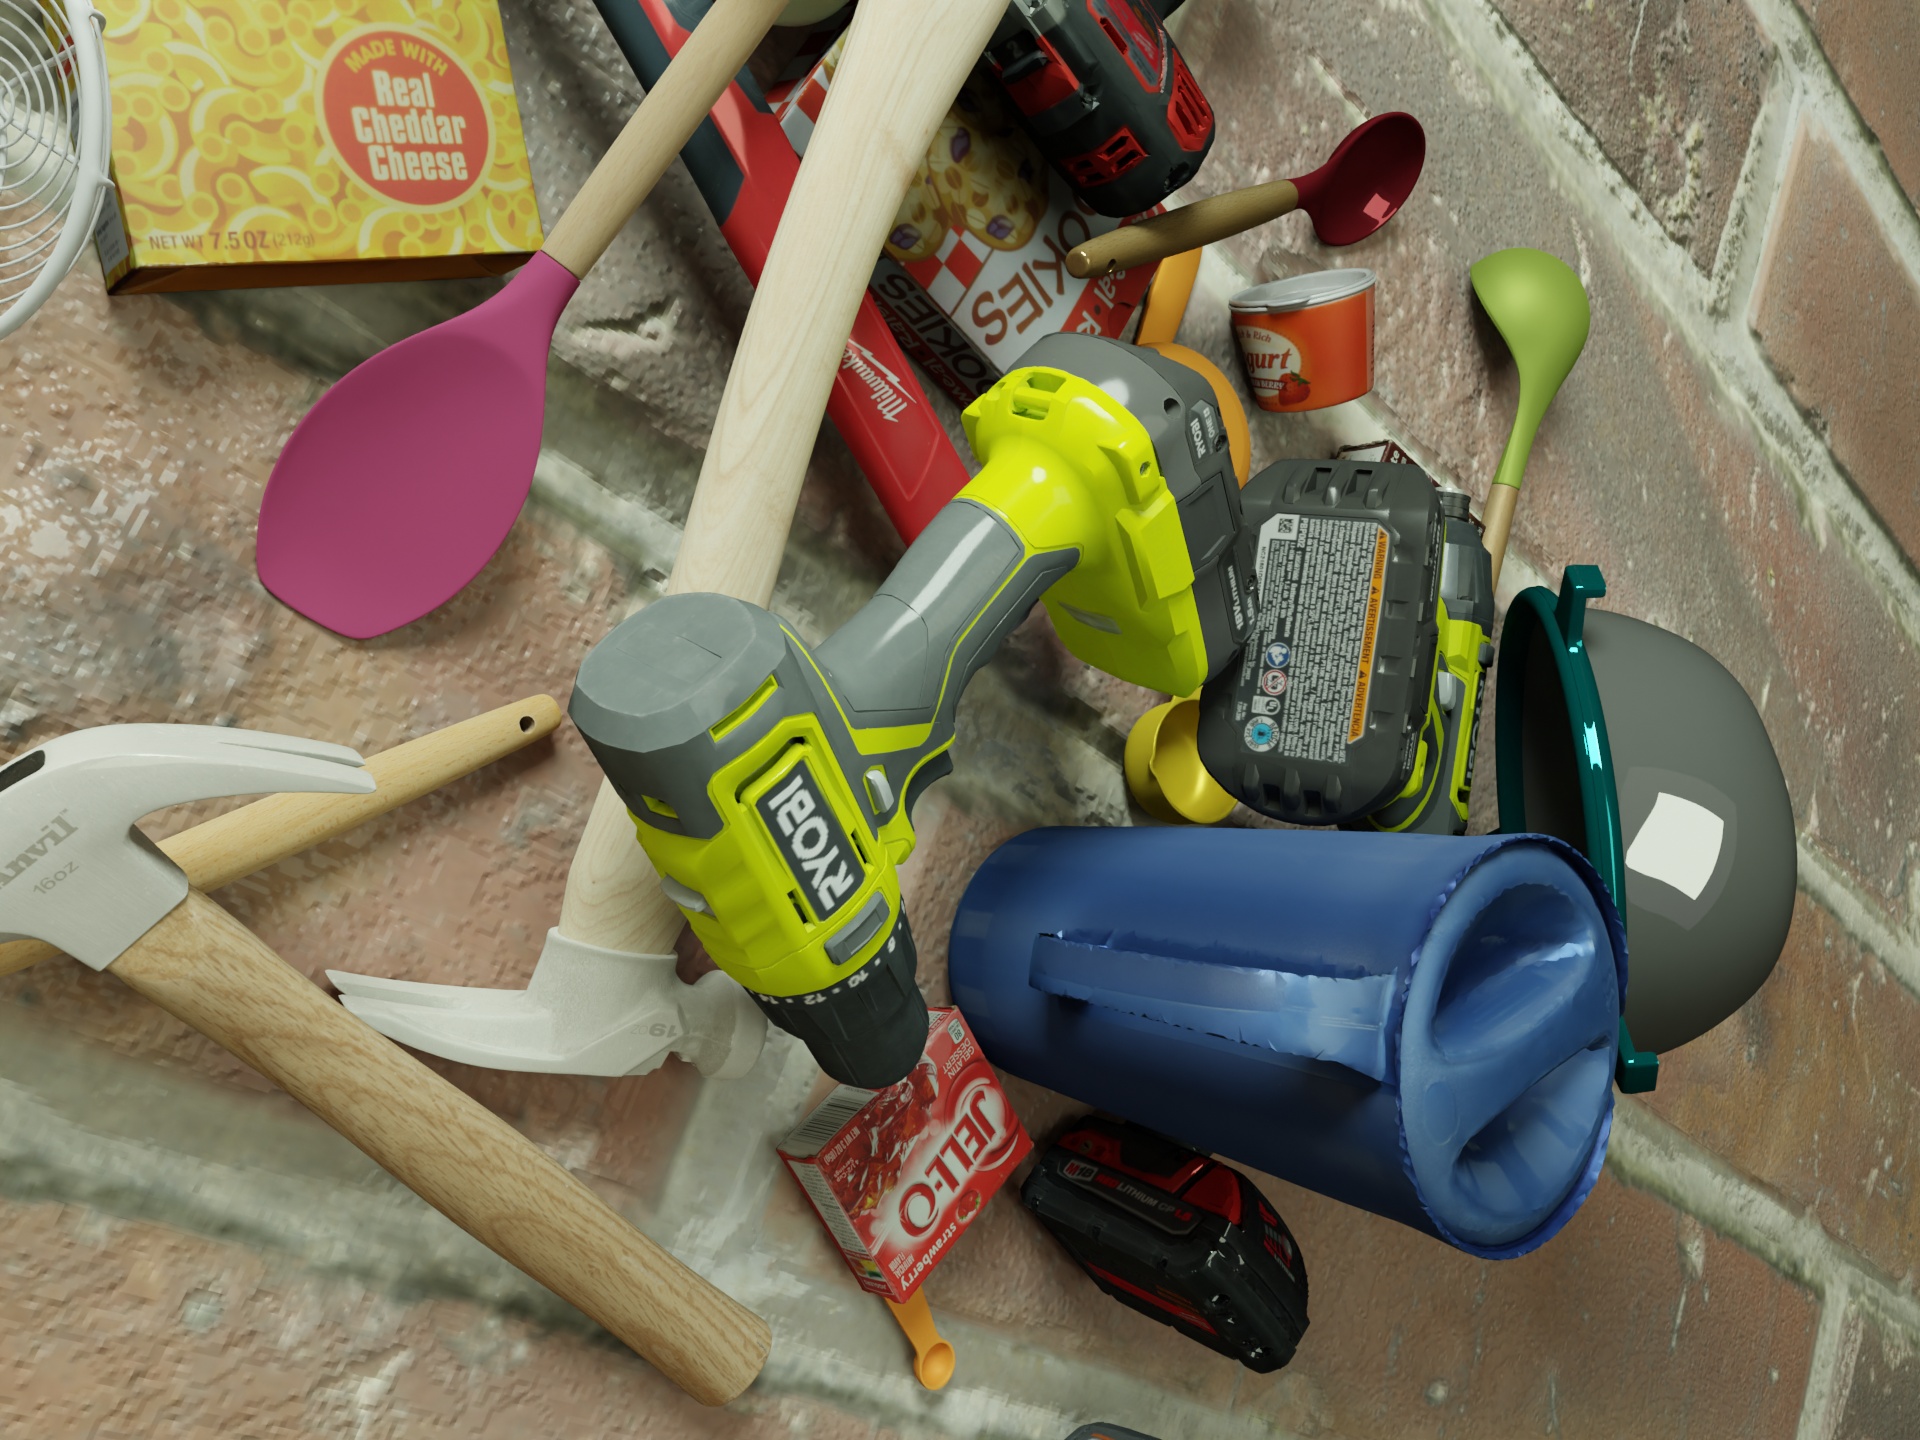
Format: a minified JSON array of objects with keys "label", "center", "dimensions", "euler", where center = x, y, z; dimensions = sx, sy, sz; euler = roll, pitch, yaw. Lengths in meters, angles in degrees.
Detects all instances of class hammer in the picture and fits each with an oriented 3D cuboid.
[{"label":"hammer","center":[-0.157,0.124,0.480],"dimensions":[0.130,0.031,0.331],"euler":[-43,127,-9]},{"label":"hammer","center":[-0.074,-0.081,0.510],"dimensions":[0.146,0.038,0.410],"euler":[15,96,-38]},{"label":"hammer","center":[-0.084,-0.175,0.527],"dimensions":[0.143,0.038,0.386],"euler":[-39,119,-14]}]

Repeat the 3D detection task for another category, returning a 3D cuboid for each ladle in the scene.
[{"label":"ladle","center":[0.278,-0.101,0.861],"dimensions":[0.078,0.062,0.320],"euler":[16,87,-40]},{"label":"ladle","center":[0.131,-0.224,0.696],"dimensions":[0.315,0.031,0.069],"euler":[-33,150,-48]}]

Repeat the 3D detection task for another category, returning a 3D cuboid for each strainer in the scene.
[{"label":"strainer","center":[0.299,0.054,0.721],"dimensions":[0.340,0.095,0.211],"euler":[32,54,-76]}]

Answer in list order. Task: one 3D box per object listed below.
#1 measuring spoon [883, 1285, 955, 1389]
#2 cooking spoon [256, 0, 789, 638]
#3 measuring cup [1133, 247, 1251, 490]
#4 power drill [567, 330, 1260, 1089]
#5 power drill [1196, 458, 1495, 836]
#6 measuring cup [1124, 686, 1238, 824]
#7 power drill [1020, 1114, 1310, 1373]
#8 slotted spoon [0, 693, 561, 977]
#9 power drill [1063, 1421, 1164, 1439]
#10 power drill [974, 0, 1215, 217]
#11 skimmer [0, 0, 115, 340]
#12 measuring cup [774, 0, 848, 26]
[{"label":"measuring spoon","center":[-0.030,0.216,0.632],"dimensions":[0.021,0.011,0.117],"euler":[-34,108,-40]},{"label":"cooking spoon","center":[-0.107,-0.160,0.488],"dimensions":[0.068,0.017,0.319],"euler":[36,93,-29]},{"label":"measuring cup","center":[0.095,-0.155,0.694],"dimensions":[0.095,0.052,0.174],"euler":[28,70,-29]},{"label":"power drill","center":[-0.001,-0.002,0.524],"dimensions":[0.228,0.080,0.190],"euler":[-44,134,-25]},{"label":"power drill","center":[0.178,-0.030,0.671],"dimensions":[0.223,0.080,0.171],"euler":[10,88,-62]},{"label":"measuring cup","center":[0.090,-0.029,0.720],"dimensions":[0.062,0.029,0.156],"euler":[-6,83,-36]},{"label":"power drill","center":[0.139,0.152,0.683],"dimensions":[0.220,0.143,0.078],"euler":[-51,122,-24]},{"label":"slotted spoon","center":[-0.247,0.056,0.443],"dimensions":[0.314,0.031,0.070],"euler":[-28,108,-37]},{"label":"power drill","center":[0.023,0.404,0.612],"dimensions":[0.226,0.084,0.164],"euler":[-26,107,-46]},{"label":"power drill","center":[0.047,-0.328,0.610],"dimensions":[0.187,0.080,0.227],"euler":[43,53,-31]},{"label":"skimmer","center":[-0.332,-0.052,0.332],"dimensions":[0.127,0.090,0.363],"euler":[36,68,1]},{"label":"measuring cup","center":[-0.084,-0.328,0.569],"dimensions":[0.083,0.038,0.167],"euler":[-21,87,-35]}]
